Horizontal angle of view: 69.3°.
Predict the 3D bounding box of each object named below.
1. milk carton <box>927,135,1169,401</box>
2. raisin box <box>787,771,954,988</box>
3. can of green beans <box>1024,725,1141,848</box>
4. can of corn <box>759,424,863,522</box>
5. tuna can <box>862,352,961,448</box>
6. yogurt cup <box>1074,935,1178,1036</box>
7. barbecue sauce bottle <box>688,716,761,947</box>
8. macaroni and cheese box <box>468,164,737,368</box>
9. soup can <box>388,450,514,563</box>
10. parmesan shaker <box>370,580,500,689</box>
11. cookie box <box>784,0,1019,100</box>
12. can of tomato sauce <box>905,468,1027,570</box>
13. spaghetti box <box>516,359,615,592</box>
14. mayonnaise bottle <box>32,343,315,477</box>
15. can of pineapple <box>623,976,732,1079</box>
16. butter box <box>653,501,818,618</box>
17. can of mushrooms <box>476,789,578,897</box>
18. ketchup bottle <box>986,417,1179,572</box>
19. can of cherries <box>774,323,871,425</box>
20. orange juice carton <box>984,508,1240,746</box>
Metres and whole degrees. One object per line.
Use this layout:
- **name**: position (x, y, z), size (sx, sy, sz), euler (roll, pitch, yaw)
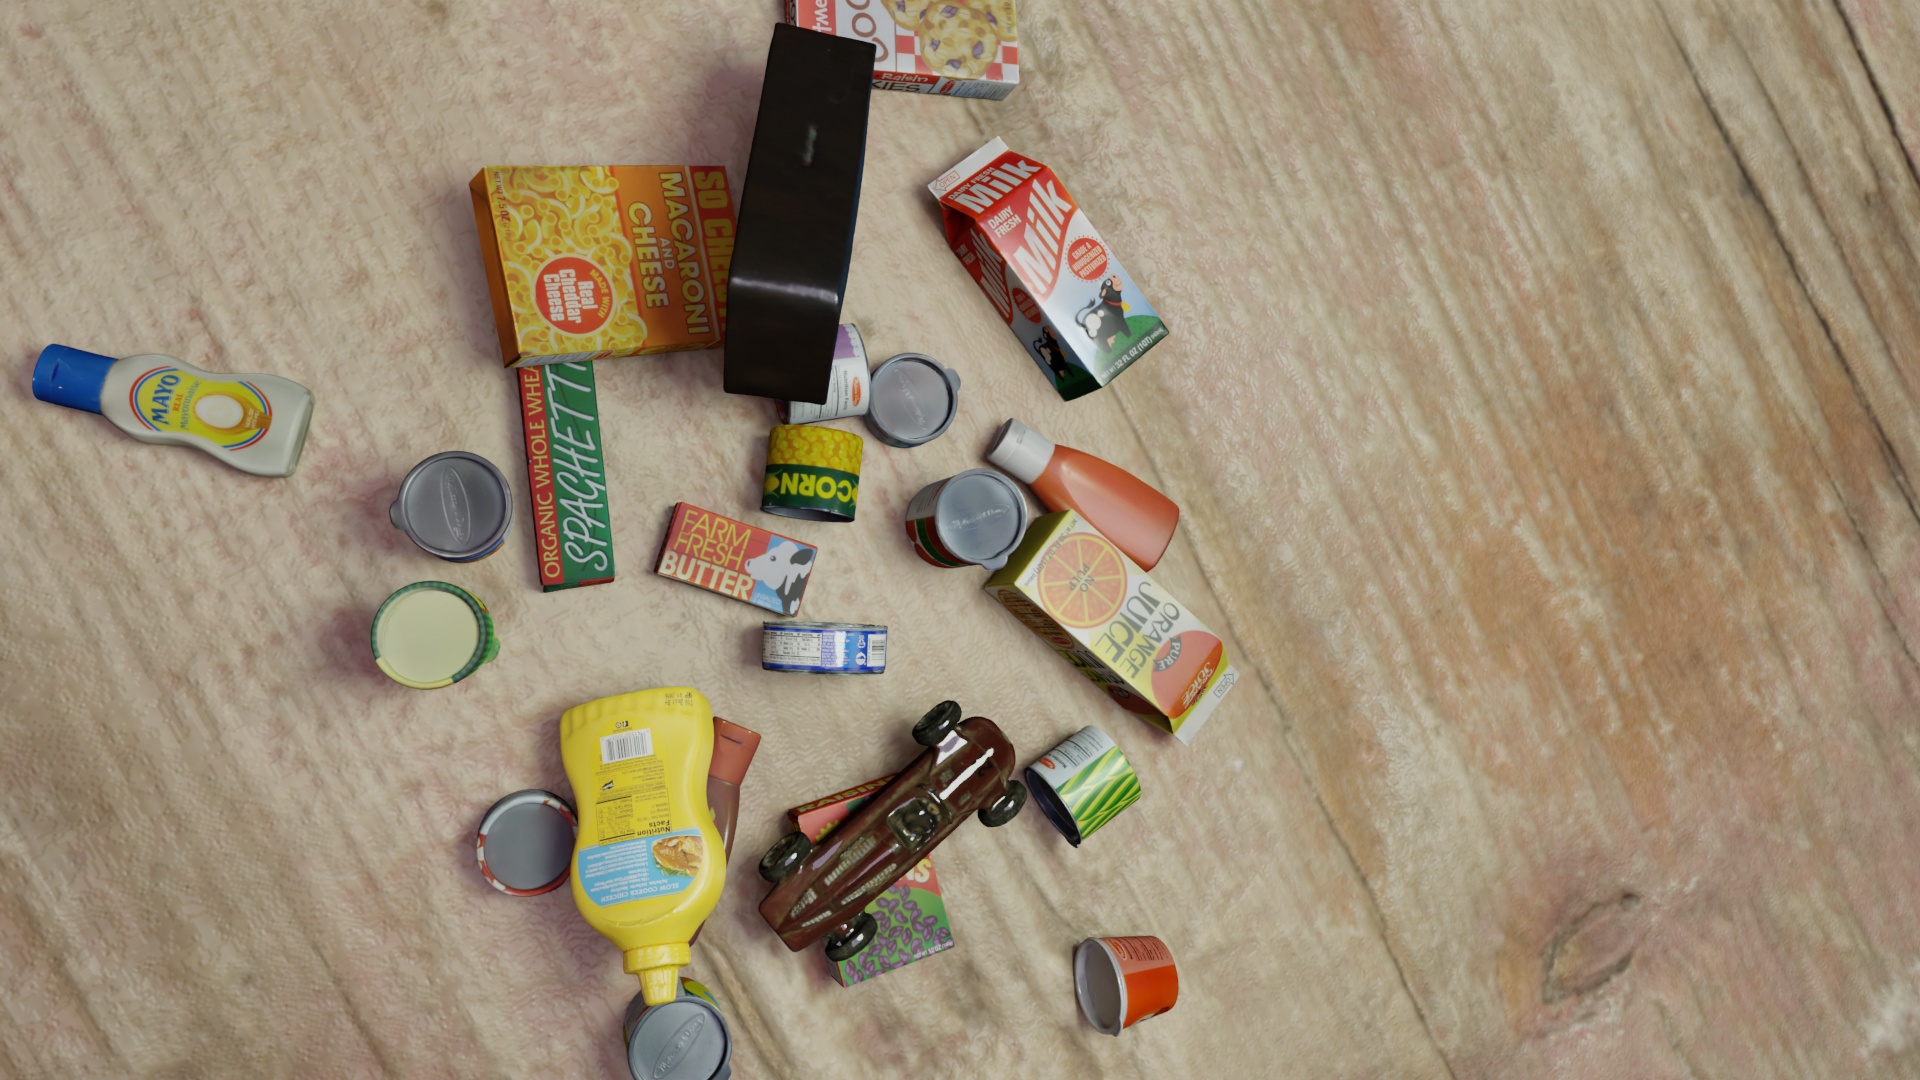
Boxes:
- **milk carton**: position (0.059, -0.202, 1.021), size (0.072, 0.073, 0.190), euler (-39, 97, -15)
- **raisin box**: position (-0.062, 0.235, 0.970), size (0.086, 0.040, 0.123), euler (-16, 92, -18)
- **can of green beans**: position (0.089, 0.176, 1.006), size (0.058, 0.071, 0.071), euler (-32, 96, -17)
- **can of corn**: position (-0.102, -0.046, 0.961), size (0.071, 0.071, 0.058), euler (8, 83, -16)
- **tuna can**: position (-0.036, -0.102, 1.005), size (0.071, 0.033, 0.071), euler (1, 86, -17)
- **yogurt cup**: position (0.121, 0.319, 1.008), size (0.054, 0.072, 0.072), euler (-3, 87, -25)
- **barbecue sauce bottle**: position (-0.180, 0.193, 0.934), size (0.065, 0.043, 0.149), euler (23, 79, -3)
- **macaroni and cheese box**: position (-0.228, -0.185, 0.925), size (0.167, 0.040, 0.123), euler (-11, 91, -35)
- **soup can**: position (-0.322, -0.019, 0.885), size (0.071, 0.083, 0.071), euler (1, 86, -17)
- **parmesan shaker**: position (-0.325, 0.059, 0.868), size (0.071, 0.103, 0.071), euler (1, 86, -17)
- **cookie box**: position (-0.044, -0.395, 1.021), size (0.168, 0.040, 0.123), euler (-1, 86, -18)
- **can of tomato sauce**: position (0.004, -0.012, 0.984), size (0.071, 0.083, 0.071), euler (1, 86, -17)
- **spaghetti box**: position (-0.270, -0.092, 0.935), size (0.050, 0.028, 0.250), euler (-6, 88, -18)
- **mayonnaise bottle**: position (-0.486, -0.085, 0.861), size (0.148, 0.041, 0.065), euler (14, 84, -16)
- **can of pineapple**: position (-0.186, 0.328, 0.915), size (0.071, 0.058, 0.071), euler (1, 86, -17)
- **butter box**: position (-0.156, 0.014, 0.965), size (0.103, 0.024, 0.053), euler (19, 81, -15)
- **can of mushrooms**: position (-0.281, 0.200, 0.908), size (0.071, 0.033, 0.071), euler (1, 85, -17)
- **ketchup bottle**: position (0.090, -0.037, 1.033), size (0.149, 0.043, 0.065), euler (33, 63, -12)
- **can of cherries**: position (-0.100, -0.116, 0.972), size (0.058, 0.071, 0.071), euler (-11, 90, -16)
- **orange juice carton**: position (0.118, 0.066, 1.019), size (0.192, 0.073, 0.072), euler (41, 76, -11)
